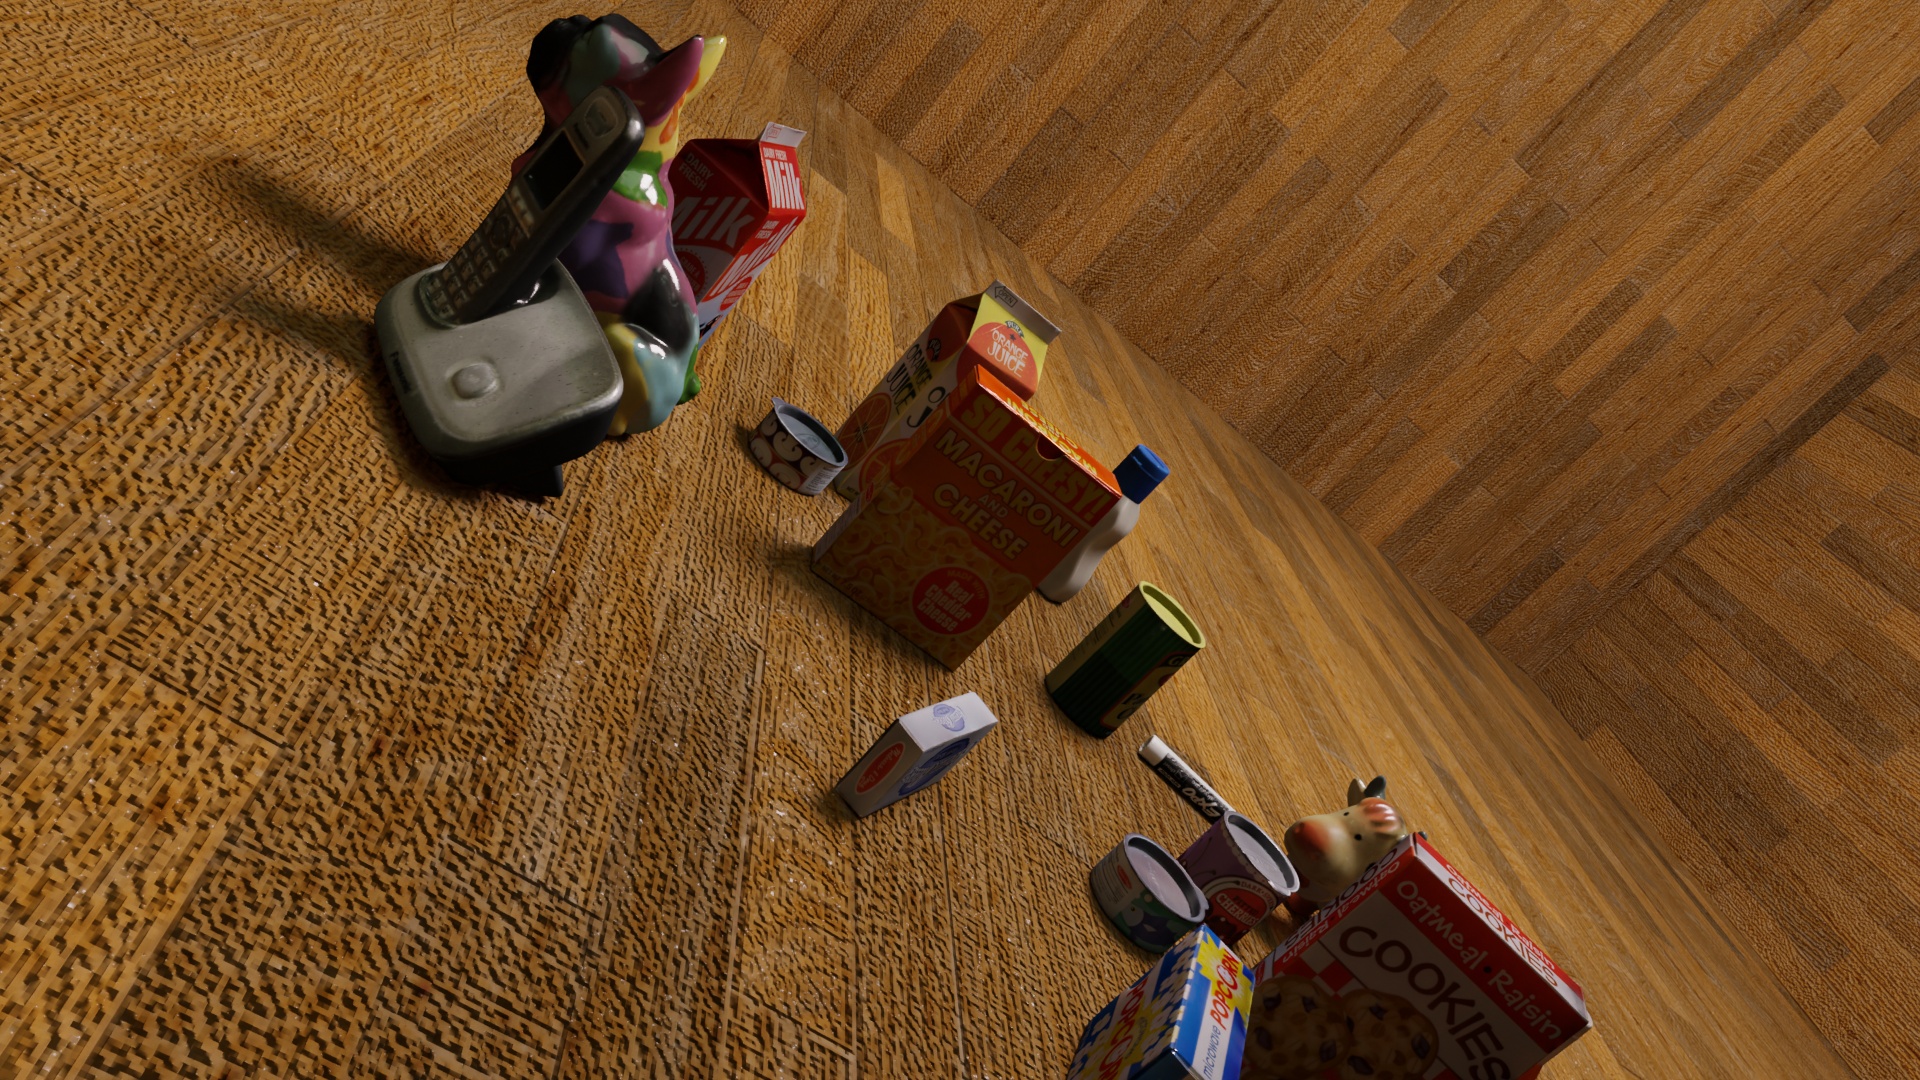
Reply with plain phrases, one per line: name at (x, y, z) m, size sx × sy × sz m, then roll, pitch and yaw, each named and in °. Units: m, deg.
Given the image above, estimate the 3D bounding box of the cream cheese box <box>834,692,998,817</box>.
cream cheese box at (-0.022, 0.113, 0.744) m, size 0.024 × 0.053 × 0.104 m, roll 48°, pitch 18°, yaw 15°

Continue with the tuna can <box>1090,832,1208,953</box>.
tuna can at (0.114, 0.213, 0.836) m, size 0.071 × 0.032 × 0.071 m, roll 38°, pitch 18°, yaw -15°

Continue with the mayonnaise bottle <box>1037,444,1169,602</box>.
mayonnaise bottle at (0.115, -0.017, 1.184) m, size 0.041 × 0.147 × 0.065 m, roll 19°, pitch 29°, yaw -53°

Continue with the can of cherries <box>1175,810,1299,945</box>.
can of cherries at (0.178, 0.222, 0.909) m, size 0.071 × 0.058 × 0.072 m, roll 38°, pitch 18°, yaw -15°

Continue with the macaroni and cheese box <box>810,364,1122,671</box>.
macaroni and cheese box at (0.003, -0.011, 0.899) m, size 0.123 × 0.166 × 0.040 m, roll 37°, pitch 18°, yaw -18°

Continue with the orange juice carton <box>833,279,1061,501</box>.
orange juice carton at (-0.012, -0.105, 1.042) m, size 0.071 × 0.192 × 0.073 m, roll 33°, pitch 20°, yaw -29°

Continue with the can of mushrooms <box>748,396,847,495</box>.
can of mushrooms at (-0.117, -0.067, 0.989) m, size 0.071 × 0.033 × 0.071 m, roll 38°, pitch 18°, yaw -15°

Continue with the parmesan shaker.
parmesan shaker at (0.122, 0.088, 1.027) m, size 0.071 × 0.103 × 0.071 m, roll 38°, pitch 18°, yaw -15°

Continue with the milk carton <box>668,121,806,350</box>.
milk carton at (-0.171, -0.199, 0.920) m, size 0.073 × 0.190 × 0.072 m, roll 43°, pitch 17°, yaw 1°

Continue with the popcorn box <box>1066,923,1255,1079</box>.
popcorn box at (0.088, 0.238, 0.634) m, size 0.038 × 0.085 × 0.127 m, roll 45°, pitch 17°, yaw 5°

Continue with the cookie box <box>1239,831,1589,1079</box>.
cookie box at (0.233, 0.260, 0.760) m, size 0.123 × 0.167 × 0.040 m, roll 44°, pitch 17°, yaw 4°

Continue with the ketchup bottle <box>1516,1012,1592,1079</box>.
ketchup bottle at (0.299, 0.312, 0.811) m, size 0.043 × 0.148 × 0.065 m, roll 38°, pitch 18°, yaw -16°
